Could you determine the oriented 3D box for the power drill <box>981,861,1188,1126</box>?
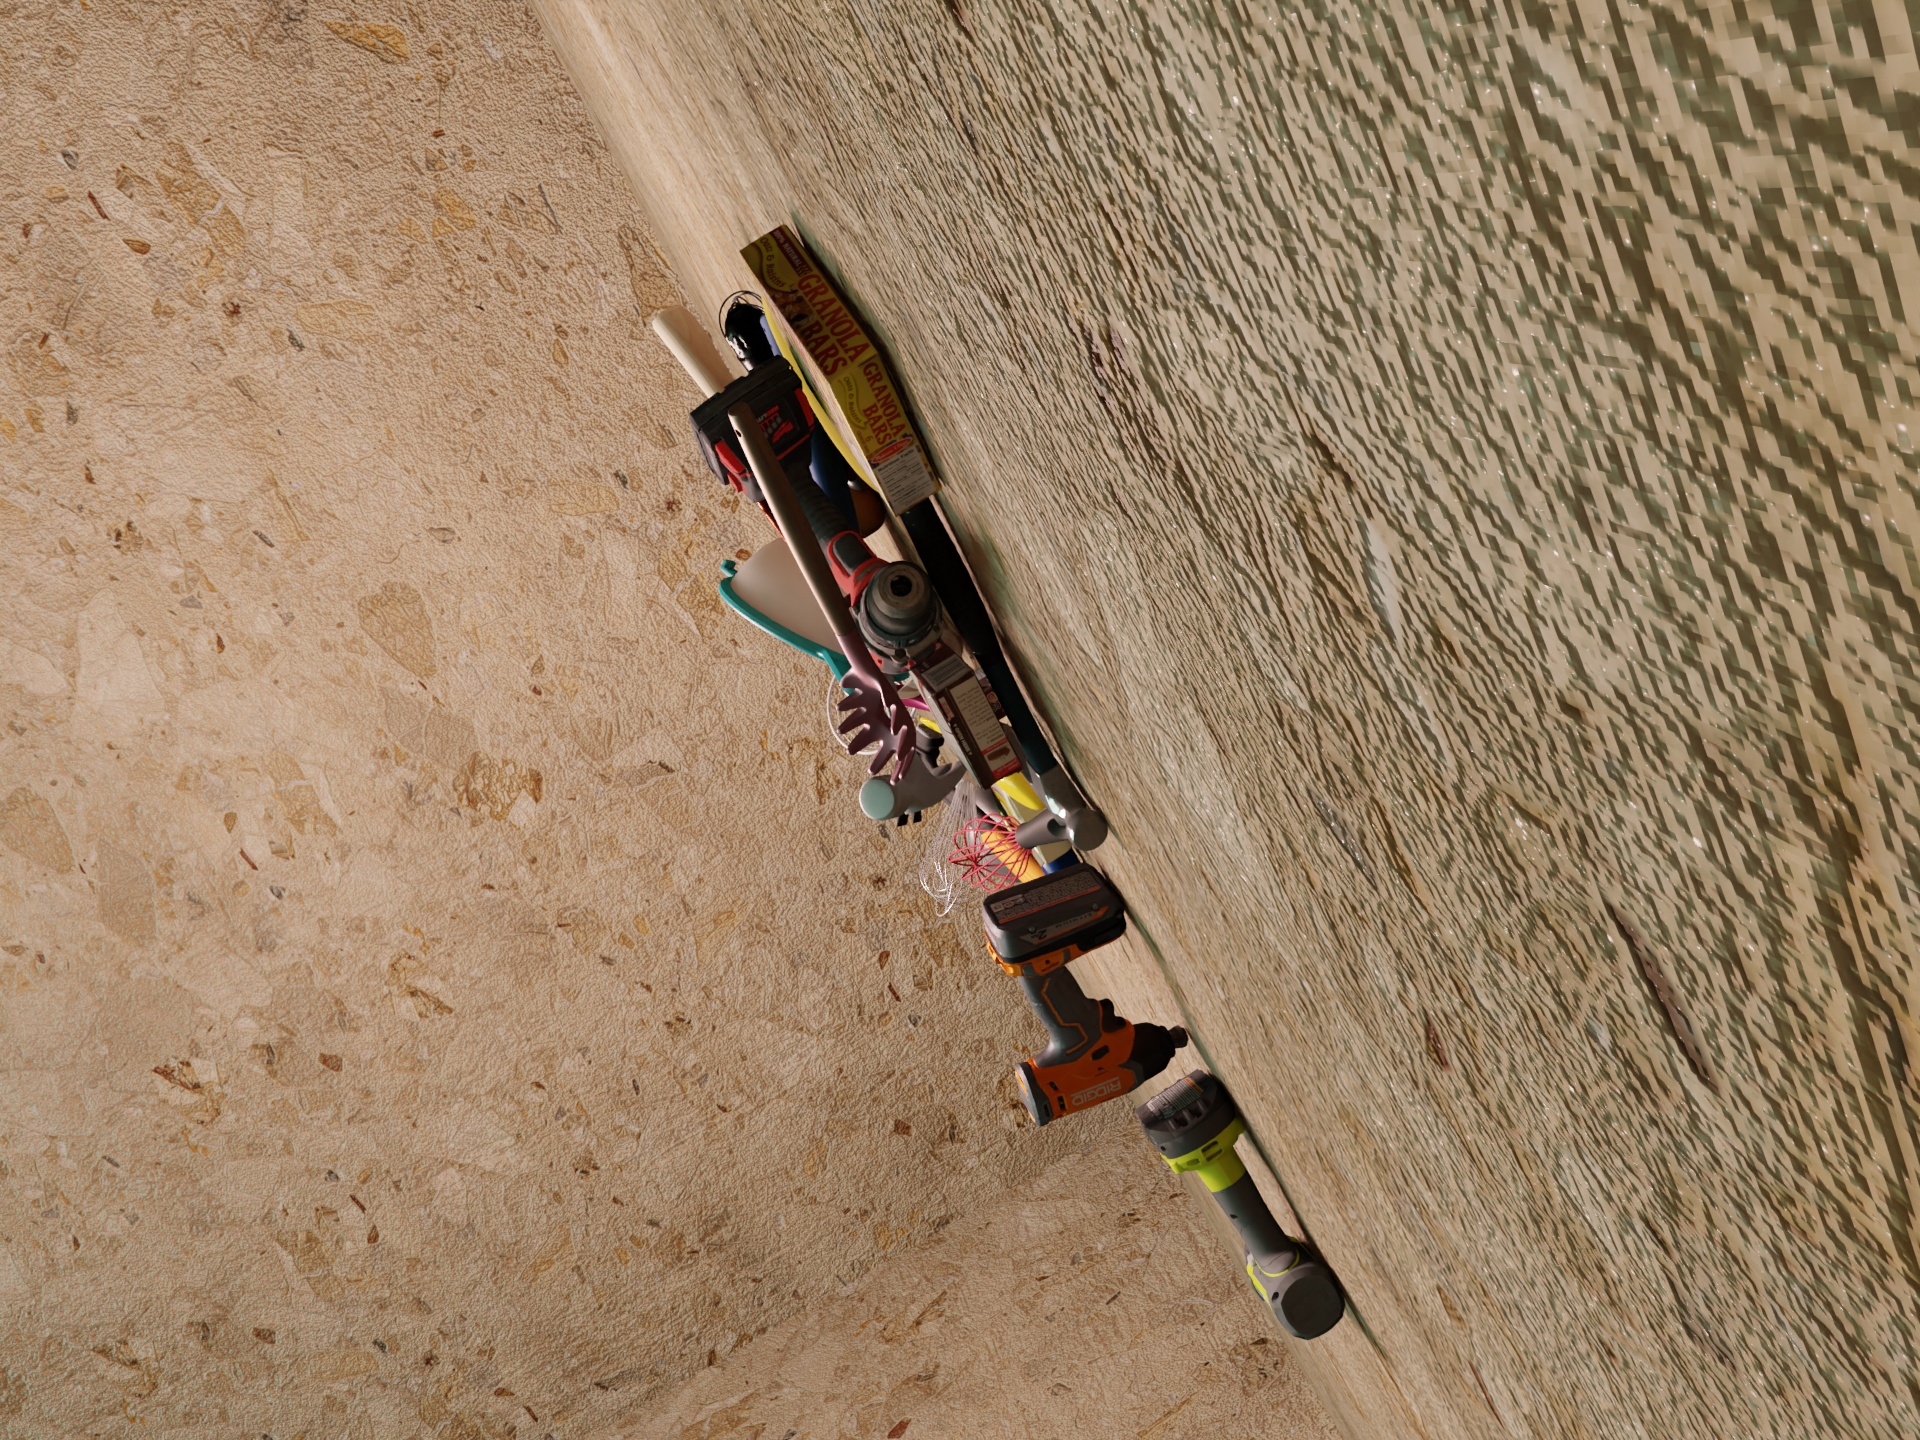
[{"bbox_3d":[0.115,0.247,1.438,0.084,0.164,0.226,-126,19,-64],"label":"power drill"}]

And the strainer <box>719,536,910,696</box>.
[{"bbox_3d":[-0.111,-0.107,1.526,0.211,0.095,0.341,22,-168,-20],"label":"strainer"}]

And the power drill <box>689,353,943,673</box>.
[{"bbox_3d":[-0.090,-0.137,1.099,0.227,0.080,0.188,54,173,4],"label":"power drill"}]

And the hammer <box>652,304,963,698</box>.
[{"bbox_3d":[-0.144,-0.198,1.431,0.410,0.038,0.146,53,-159,-5],"label":"hammer"}]

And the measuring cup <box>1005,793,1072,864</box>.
[{"bbox_3d":[0.057,0.055,1.487,0.167,0.038,0.083,63,176,-10],"label":"measuring cup"}]

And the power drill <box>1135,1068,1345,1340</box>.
[{"bbox_3d":[0.257,0.444,1.473,0.228,0.080,0.190,58,177,1],"label":"power drill"}]

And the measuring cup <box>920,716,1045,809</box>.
[{"bbox_3d":[0.018,0.036,1.403,0.157,0.029,0.062,25,166,33],"label":"measuring cup"}]

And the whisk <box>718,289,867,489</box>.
[{"bbox_3d":[-0.157,-0.311,1.505,0.239,0.055,0.055,56,176,14],"label":"whisk"}]

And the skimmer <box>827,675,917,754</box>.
[{"bbox_3d":[-0.063,-0.030,1.667,0.363,0.090,0.127,169,111,-75],"label":"skimmer"}]

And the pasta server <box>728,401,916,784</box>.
[{"bbox_3d":[-0.089,-0.073,1.031,0.060,0.040,0.315,23,151,36],"label":"pasta server"}]

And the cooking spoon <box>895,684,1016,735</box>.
[{"bbox_3d":[-0.002,-0.005,1.414,0.319,0.068,0.017,-158,63,-63],"label":"cooking spoon"}]

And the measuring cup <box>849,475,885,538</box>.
[{"bbox_3d":[-0.129,-0.252,1.546,0.174,0.052,0.095,62,177,13],"label":"measuring cup"}]

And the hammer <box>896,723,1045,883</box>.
[{"bbox_3d":[0.042,0.135,1.668,0.337,0.034,0.127,40,127,42],"label":"hammer"}]

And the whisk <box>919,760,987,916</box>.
[{"bbox_3d":[0.003,0.086,1.622,0.285,0.070,0.070,-82,-28,-48],"label":"whisk"}]

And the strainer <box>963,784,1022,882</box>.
[{"bbox_3d":[0.021,0.077,1.784,0.256,0.069,0.151,65,-171,12],"label":"strainer"}]

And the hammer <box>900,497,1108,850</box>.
[{"bbox_3d":[0.017,-0.056,1.155,0.330,0.033,0.128,62,175,-29],"label":"hammer"}]

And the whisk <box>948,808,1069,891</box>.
[{"bbox_3d":[0.053,0.103,1.379,0.073,0.073,0.296,60,160,3],"label":"whisk"}]

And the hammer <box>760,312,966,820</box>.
[{"bbox_3d":[-0.082,-0.125,1.246,0.144,0.035,0.405,-8,-99,-65],"label":"hammer"}]
